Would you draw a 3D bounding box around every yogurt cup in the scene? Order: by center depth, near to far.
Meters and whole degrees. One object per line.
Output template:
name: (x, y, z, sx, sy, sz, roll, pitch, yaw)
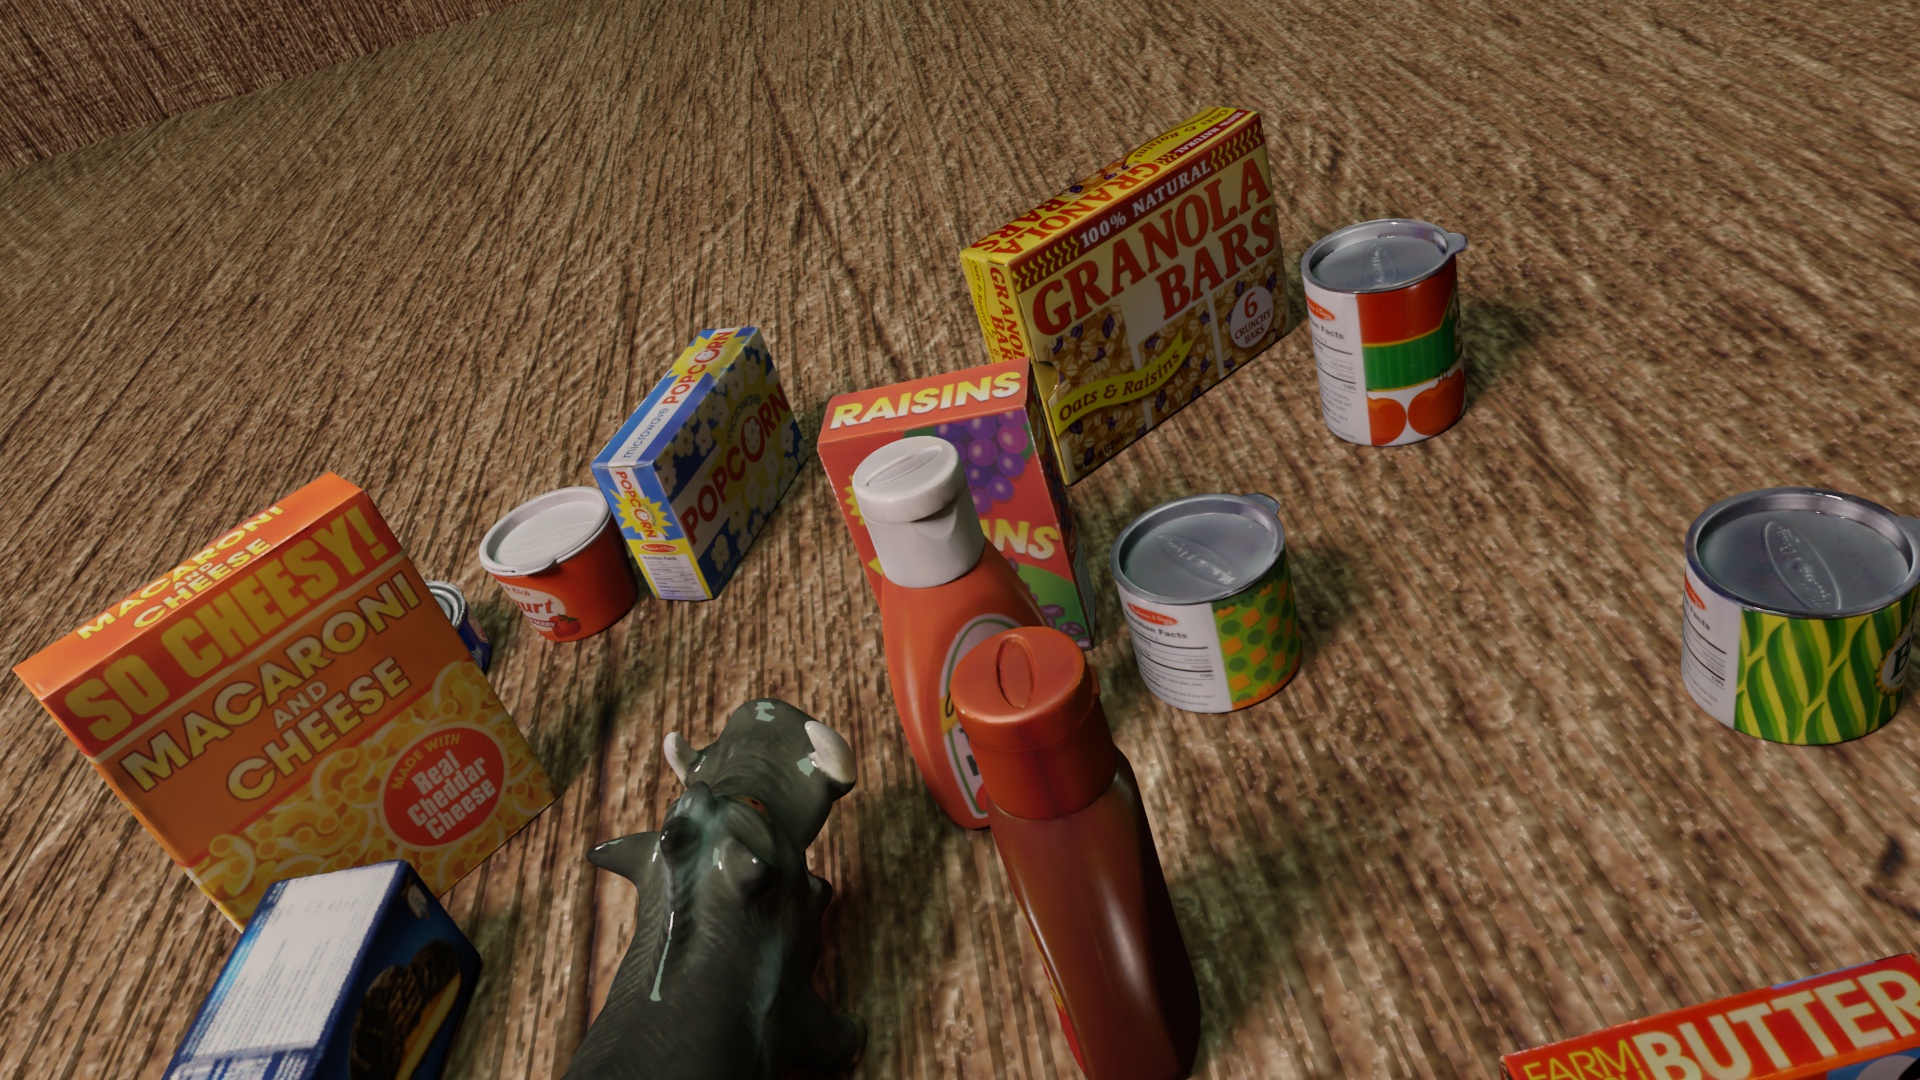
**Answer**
yogurt cup: (-0.197, 0.013, 0.693, 0.072, 0.053, 0.073, -12, 35, 9)

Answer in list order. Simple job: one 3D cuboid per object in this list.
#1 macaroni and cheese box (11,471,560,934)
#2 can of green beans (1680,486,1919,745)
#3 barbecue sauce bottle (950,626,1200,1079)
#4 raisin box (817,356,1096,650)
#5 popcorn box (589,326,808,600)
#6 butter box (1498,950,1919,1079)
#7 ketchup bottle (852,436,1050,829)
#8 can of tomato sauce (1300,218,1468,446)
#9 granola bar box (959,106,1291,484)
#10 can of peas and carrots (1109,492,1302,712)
macaroni and cheese box: (-0.246, 0.076, 0.531, 0.040, 0.165, 0.124, 18, 49, 42)
can of green beans: (0.274, 0.025, 0.456, 0.071, 0.057, 0.071, -12, 35, 9)
barbecue sauce bottle: (0.034, 0.091, 0.396, 0.043, 0.147, 0.065, -14, 35, 6)
raisin box: (0.002, -0.007, 0.568, 0.086, 0.122, 0.040, -9, 35, 13)
popcorn box: (-0.129, -0.041, 0.710, 0.038, 0.084, 0.127, -2, 38, 23)
butter box: (0.189, 0.138, 0.343, 0.103, 0.053, 0.024, -16, 34, 4)
ketchup bottle: (0.001, 0.033, 0.491, 0.065, 0.148, 0.043, -29, 36, -15)
can of tomato sauce: (0.197, -0.095, 0.635, 0.071, 0.082, 0.071, -13, 35, 9)
granola bar box: (0.089, -0.122, 0.686, 0.166, 0.123, 0.039, -35, 37, -22)
can of peas and carrots: (0.098, 0.023, 0.540, 0.071, 0.058, 0.071, -12, 35, 9)
